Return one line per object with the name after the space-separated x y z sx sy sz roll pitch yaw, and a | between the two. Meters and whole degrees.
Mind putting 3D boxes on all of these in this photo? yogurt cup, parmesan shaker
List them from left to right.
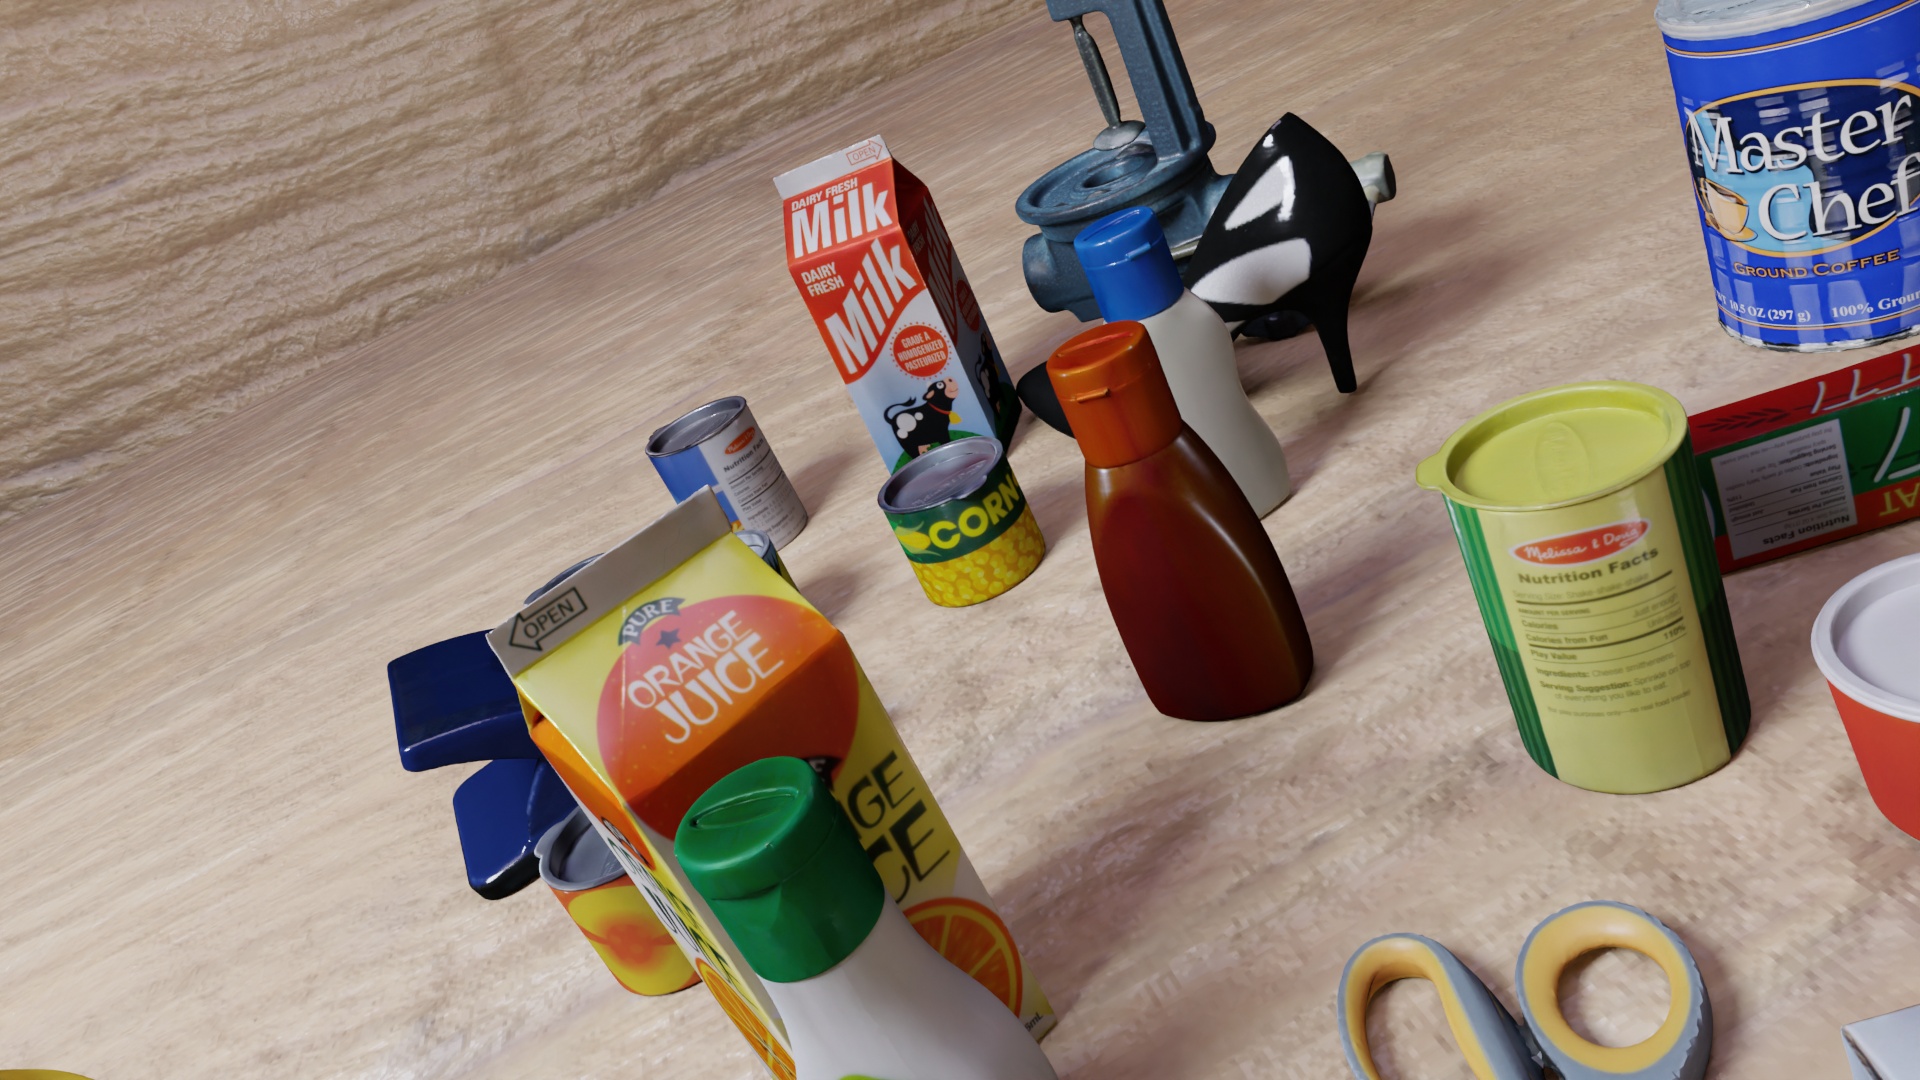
0.183 0.015 0.406 0.071 0.102 0.071 -21 25 11 | parmesan shaker
0.254 0.041 0.344 0.072 0.053 0.073 -21 25 11 | yogurt cup

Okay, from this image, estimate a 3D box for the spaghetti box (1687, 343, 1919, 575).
0.309 -0.035 0.446 0.250 0.050 0.029 -19 25 15 | spaghetti box

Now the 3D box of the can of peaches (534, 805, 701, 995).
-0.116 0.128 0.524 0.071 0.058 0.071 -21 25 11 | can of peaches

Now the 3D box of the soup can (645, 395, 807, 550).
-0.141 -0.034 0.833 0.071 0.083 0.071 -21 25 11 | soup can

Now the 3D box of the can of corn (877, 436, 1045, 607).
0.002 -0.008 0.676 0.071 0.058 0.071 -21 25 11 | can of corn

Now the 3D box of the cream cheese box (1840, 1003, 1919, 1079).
0.225 0.101 0.257 0.104 0.053 0.024 -21 25 10 | cream cheese box

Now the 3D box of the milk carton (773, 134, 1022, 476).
-0.036 -0.132 0.796 0.072 0.190 0.074 -16 26 21 | milk carton

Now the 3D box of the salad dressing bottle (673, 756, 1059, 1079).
-0.020 0.119 0.341 0.064 0.147 0.044 -17 26 19 | salad dressing bottle

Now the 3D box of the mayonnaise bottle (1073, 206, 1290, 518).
0.093 -0.071 0.605 0.065 0.147 0.041 -29 25 -7 | mayonnaise bottle

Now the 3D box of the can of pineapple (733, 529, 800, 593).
-0.112 0.037 0.698 0.071 0.057 0.071 -21 25 11 | can of pineapple

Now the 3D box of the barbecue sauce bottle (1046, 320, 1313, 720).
0.074 -0.005 0.493 0.065 0.148 0.044 -12 28 29 | barbecue sauce bottle

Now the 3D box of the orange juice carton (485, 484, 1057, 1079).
-0.053 0.082 0.393 0.072 0.192 0.073 -38 27 -24 | orange juice carton

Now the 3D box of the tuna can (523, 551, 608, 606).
-0.224 0.039 0.829 0.071 0.032 0.071 -21 25 11 | tuna can
